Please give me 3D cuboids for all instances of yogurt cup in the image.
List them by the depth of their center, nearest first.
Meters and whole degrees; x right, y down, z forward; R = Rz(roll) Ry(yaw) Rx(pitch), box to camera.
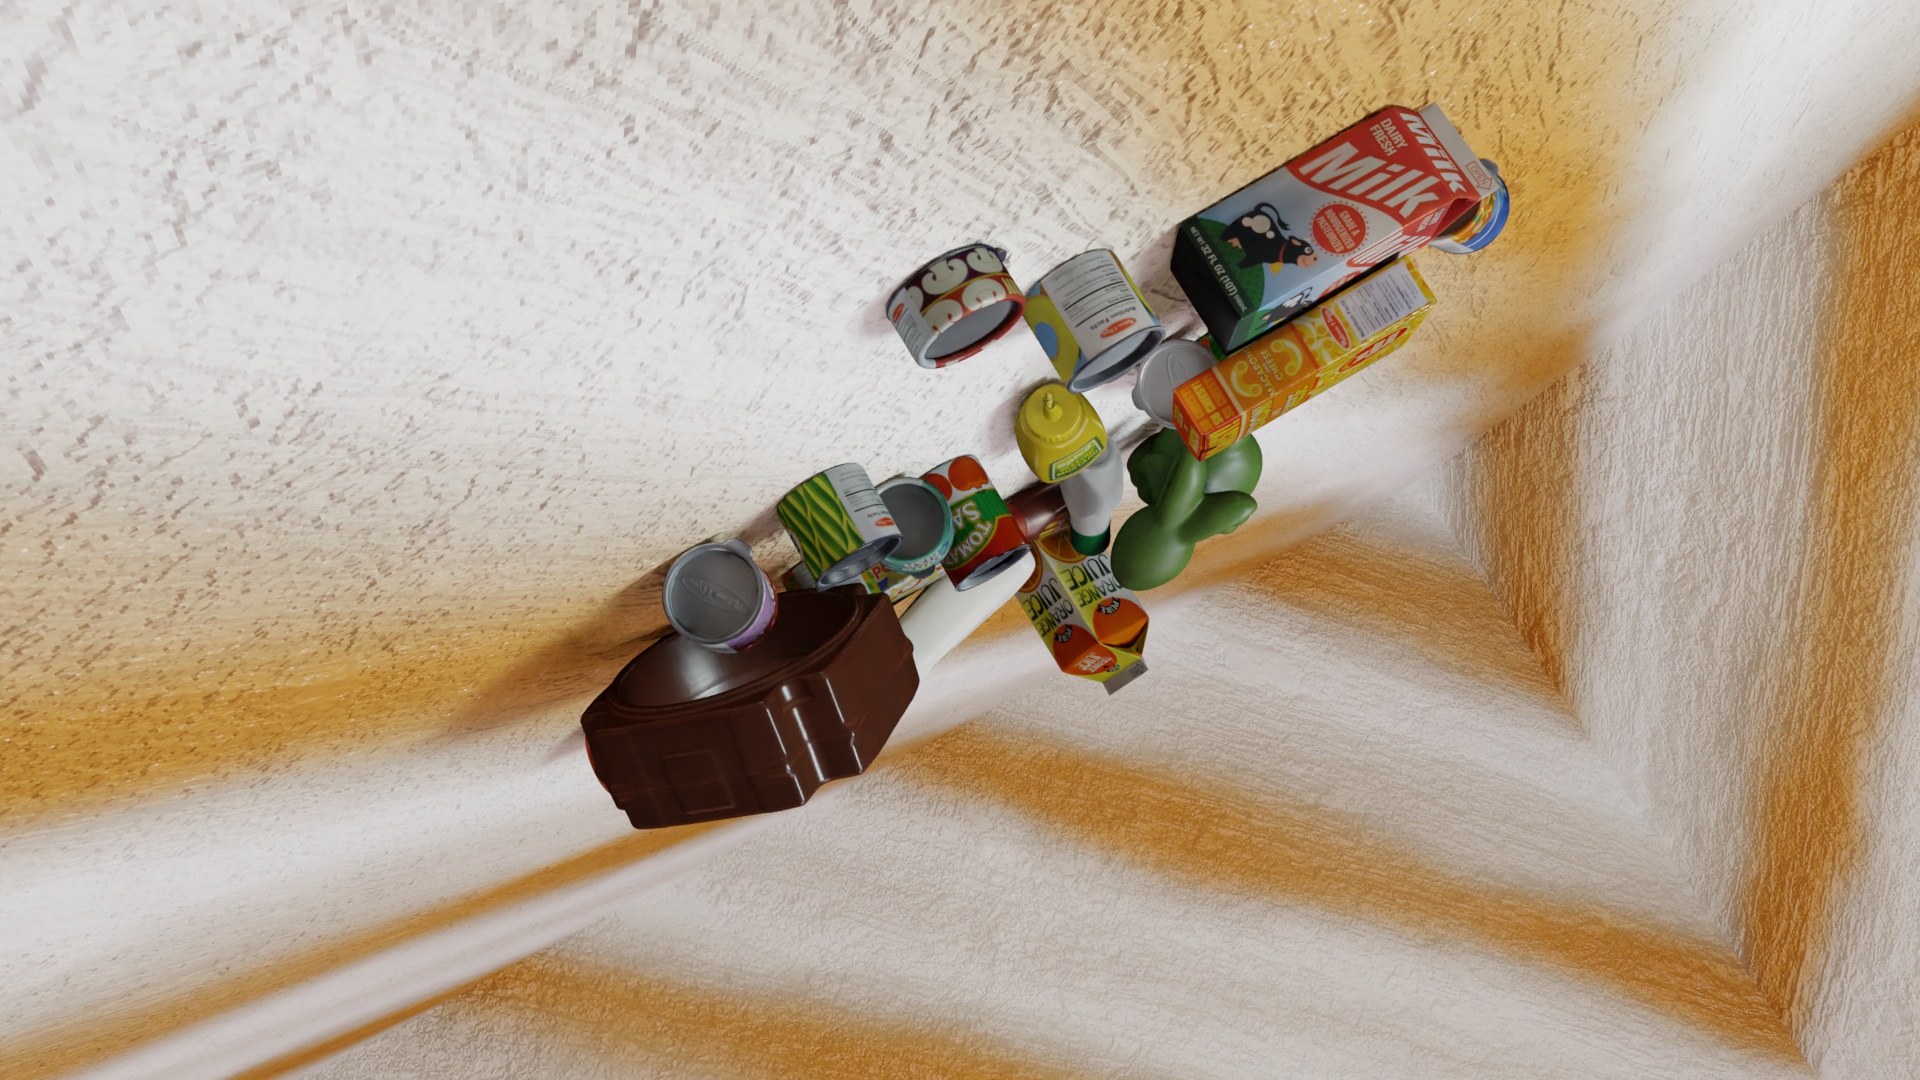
[{"bbox_3d":[0.173,-0.120,1.069,0.072,0.072,0.054,-34,176,18],"label":"yogurt cup"}]

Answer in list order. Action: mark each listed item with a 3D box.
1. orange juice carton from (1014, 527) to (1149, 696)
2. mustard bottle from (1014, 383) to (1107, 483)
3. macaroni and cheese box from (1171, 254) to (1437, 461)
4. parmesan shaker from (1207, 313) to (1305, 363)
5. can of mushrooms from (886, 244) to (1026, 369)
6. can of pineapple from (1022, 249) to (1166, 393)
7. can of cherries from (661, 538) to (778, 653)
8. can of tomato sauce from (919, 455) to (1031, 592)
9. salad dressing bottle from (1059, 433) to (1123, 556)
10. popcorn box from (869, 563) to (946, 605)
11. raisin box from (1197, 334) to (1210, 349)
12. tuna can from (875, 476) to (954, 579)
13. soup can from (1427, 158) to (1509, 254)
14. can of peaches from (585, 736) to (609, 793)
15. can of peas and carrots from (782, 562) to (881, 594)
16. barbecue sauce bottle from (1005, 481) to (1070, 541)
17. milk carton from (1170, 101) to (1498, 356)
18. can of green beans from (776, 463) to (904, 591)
[{"bbox_3d":[0.109,0.054,1.323,0.073,0.193,0.071,-22,165,-37],"label":"orange juice carton"},{"bbox_3d":[0.070,-0.082,1.008,0.065,0.049,0.160,-33,168,4],"label":"mustard bottle"},{"bbox_3d":[0.222,-0.115,0.921,0.166,0.040,0.123,-30,172,5],"label":"macaroni and cheese box"},{"bbox_3d":[0.232,-0.167,1.000,0.071,0.071,0.102,-25,167,-25],"label":"parmesan shaker"},{"bbox_3d":[0.000,-0.120,0.713,0.071,0.033,0.071,-29,168,-7],"label":"can of mushrooms"},{"bbox_3d":[0.076,-0.127,0.811,0.071,0.058,0.071,-29,168,-6],"label":"can of pineapple"},{"bbox_3d":[-0.155,0.037,0.915,0.071,0.071,0.058,-30,168,-3],"label":"can of cherries"},{"bbox_3d":[0.004,-0.013,1.049,0.071,0.083,0.071,-29,168,-7],"label":"can of tomato sauce"},{"bbox_3d":[0.112,-0.038,1.203,0.044,0.064,0.147,-33,152,-14],"label":"salad dressing bottle"},{"bbox_3d":[-0.067,0.033,1.181,0.126,0.038,0.085,-32,169,9],"label":"popcorn box"},{"bbox_3d":[0.215,-0.139,1.150,0.086,0.040,0.123,-35,167,20],"label":"raisin box"},{"bbox_3d":[-0.037,-0.009,0.998,0.071,0.071,0.032,-30,167,-4],"label":"tuna can"},{"bbox_3d":[0.349,-0.242,0.985,0.071,0.071,0.084,-37,166,29],"label":"soup can"},{"bbox_3d":[-0.284,0.179,1.199,0.058,0.071,0.071,-21,165,-37],"label":"can of peaches"},{"bbox_3d":[-0.099,0.043,1.095,0.071,0.059,0.071,-29,169,-6],"label":"can of peas and carrots"},{"bbox_3d":[0.077,-0.028,1.266,0.149,0.044,0.064,-22,156,-34],"label":"barbecue sauce bottle"},{"bbox_3d":[0.231,-0.198,0.857,0.191,0.072,0.073,-30,169,-2],"label":"milk carton"},{"bbox_3d":[-0.080,-0.010,0.918,0.071,0.058,0.071,-29,168,-7],"label":"can of green beans"}]
